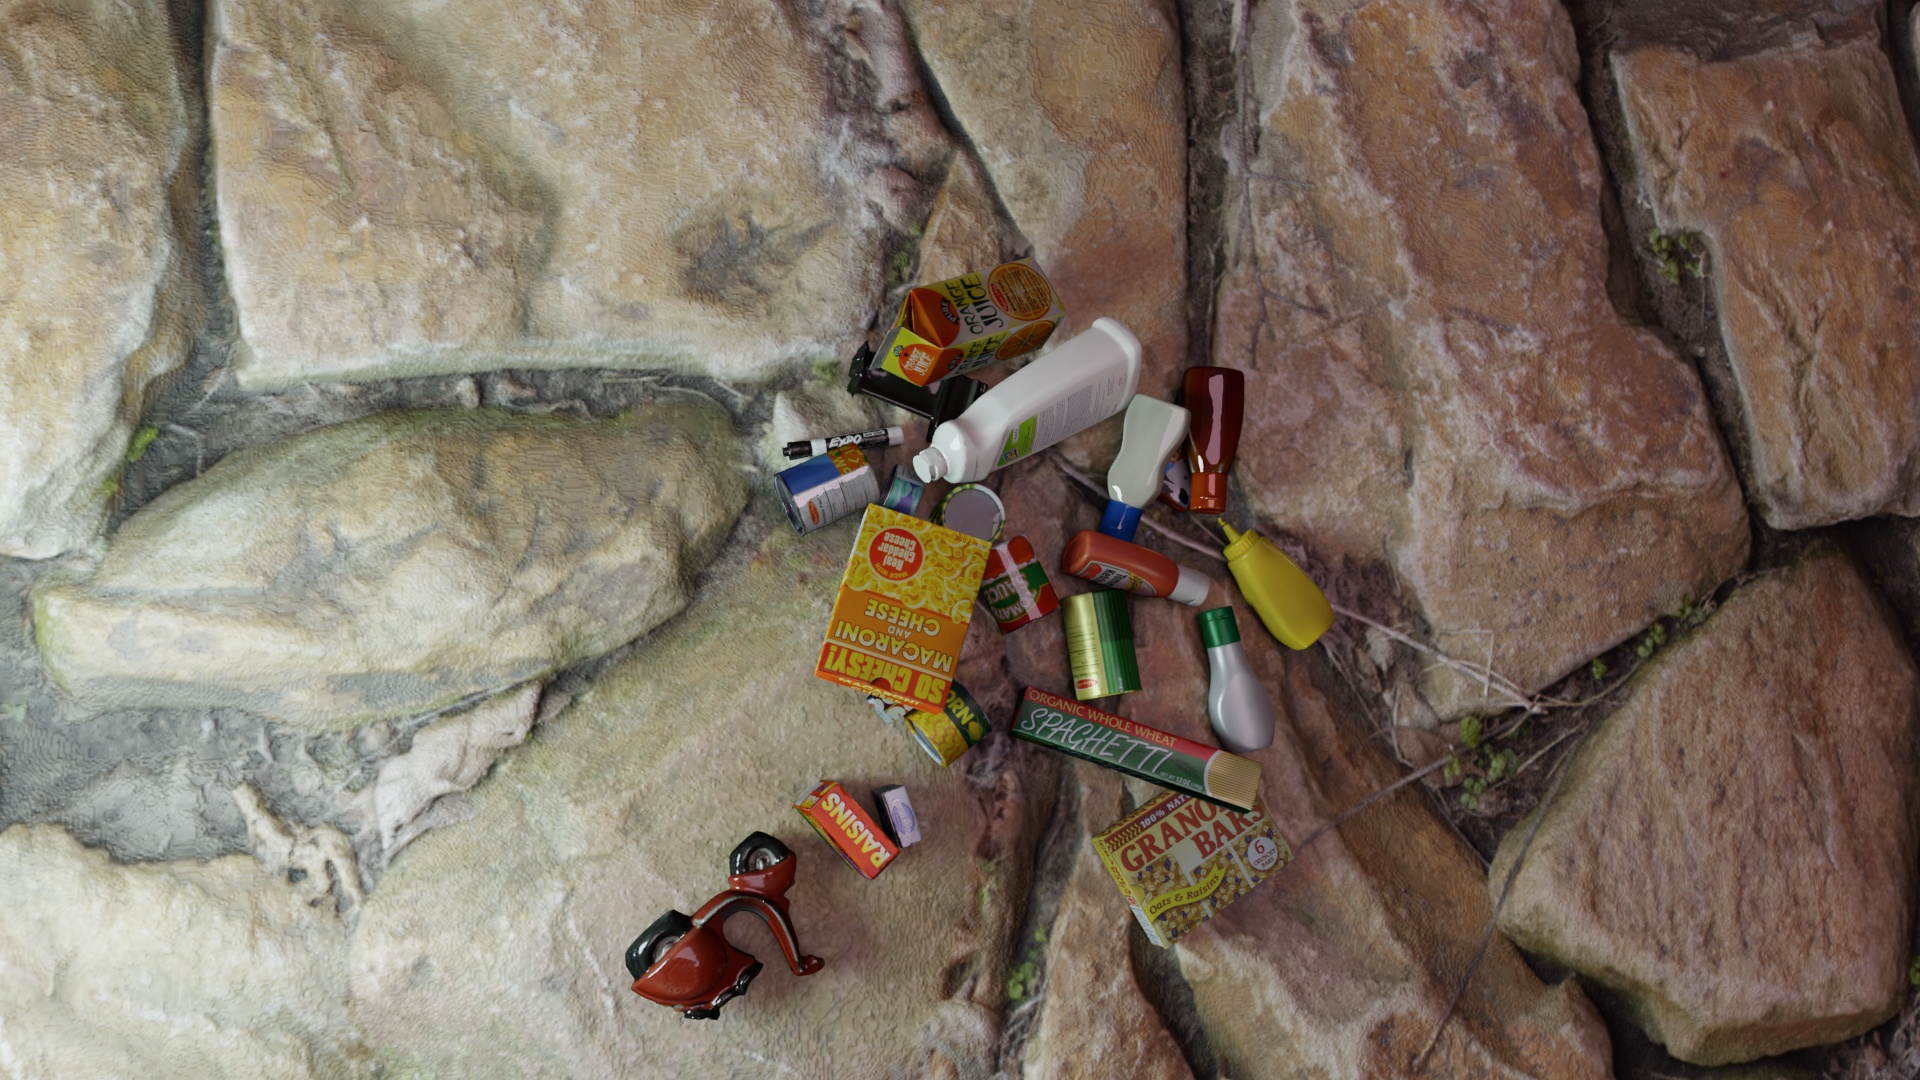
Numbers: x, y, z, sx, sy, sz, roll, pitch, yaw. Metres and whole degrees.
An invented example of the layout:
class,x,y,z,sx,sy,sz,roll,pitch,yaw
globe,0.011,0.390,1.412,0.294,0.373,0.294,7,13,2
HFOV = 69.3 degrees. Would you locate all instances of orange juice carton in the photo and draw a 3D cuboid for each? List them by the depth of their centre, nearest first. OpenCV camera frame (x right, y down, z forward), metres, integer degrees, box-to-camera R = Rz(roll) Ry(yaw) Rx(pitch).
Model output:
class,x,y,z,sx,sy,sz,roll,pitch,yaw
orange juice carton,0.001,-0.212,1.372,0.193,0.071,0.073,-21,74,-28

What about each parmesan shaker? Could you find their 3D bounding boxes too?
class,x,y,z,sx,sy,sz,roll,pitch,yaw
parmesan shaker,0.142,0.103,1.379,0.071,0.071,0.103,-7,82,-14

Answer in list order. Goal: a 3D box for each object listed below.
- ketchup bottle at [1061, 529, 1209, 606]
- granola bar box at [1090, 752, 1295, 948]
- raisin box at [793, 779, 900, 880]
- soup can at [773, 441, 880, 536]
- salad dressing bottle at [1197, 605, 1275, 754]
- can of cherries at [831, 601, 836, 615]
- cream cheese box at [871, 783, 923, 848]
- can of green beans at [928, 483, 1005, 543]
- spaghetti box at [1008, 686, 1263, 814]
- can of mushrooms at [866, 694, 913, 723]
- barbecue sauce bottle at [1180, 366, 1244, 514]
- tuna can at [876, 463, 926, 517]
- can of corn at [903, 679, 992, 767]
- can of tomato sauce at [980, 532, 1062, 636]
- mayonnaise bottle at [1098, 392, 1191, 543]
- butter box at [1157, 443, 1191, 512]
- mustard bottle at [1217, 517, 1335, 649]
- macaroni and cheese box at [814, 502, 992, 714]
class,x,y,z,sx,sy,sz,roll,pitch,yaw
ketchup bottle,0.180,0.030,1.407,0.149,0.064,0.044,17,65,-18
granola bar box,0.232,0.306,1.383,0.166,0.039,0.124,-30,88,-16
raisin box,-0.106,0.262,1.268,0.040,0.123,0.086,-42,92,-16
soup can,-0.130,-0.052,1.346,0.084,0.071,0.071,-25,87,-16
salad dressing bottle,0.279,0.142,1.419,0.064,0.044,0.147,-11,82,-14
can of cherries,-0.086,0.071,1.338,0.071,0.058,0.071,2,80,-12
cream cheese box,-0.060,0.255,1.290,0.024,0.103,0.053,-18,85,-12
can of green beans,0.006,-0.019,1.375,0.071,0.057,0.071,2,81,-12
spaghetti box,0.172,0.206,1.365,0.250,0.028,0.050,18,69,1
can of mushrooms,-0.053,0.142,1.329,0.071,0.071,0.033,-39,92,-16
barbecue sauce bottle,0.257,-0.103,1.427,0.065,0.043,0.148,4,80,-1
tuna can,-0.061,-0.036,1.359,0.033,0.071,0.071,22,77,-9
can of corn,-0.013,0.174,1.332,0.058,0.071,0.071,-38,91,-15
can of tomato sauce,0.052,0.043,1.369,0.071,0.071,0.083,-25,87,-15
mayonnaise bottle,0.182,-0.072,1.413,0.065,0.041,0.148,22,96,18
butter box,0.235,-0.086,1.456,0.053,0.024,0.104,32,75,-6
mustard bottle,0.319,0.037,1.443,0.065,0.048,0.160,-38,90,-15
macaroni and cheese box,-0.053,0.063,1.292,0.124,0.040,0.167,18,73,-6
